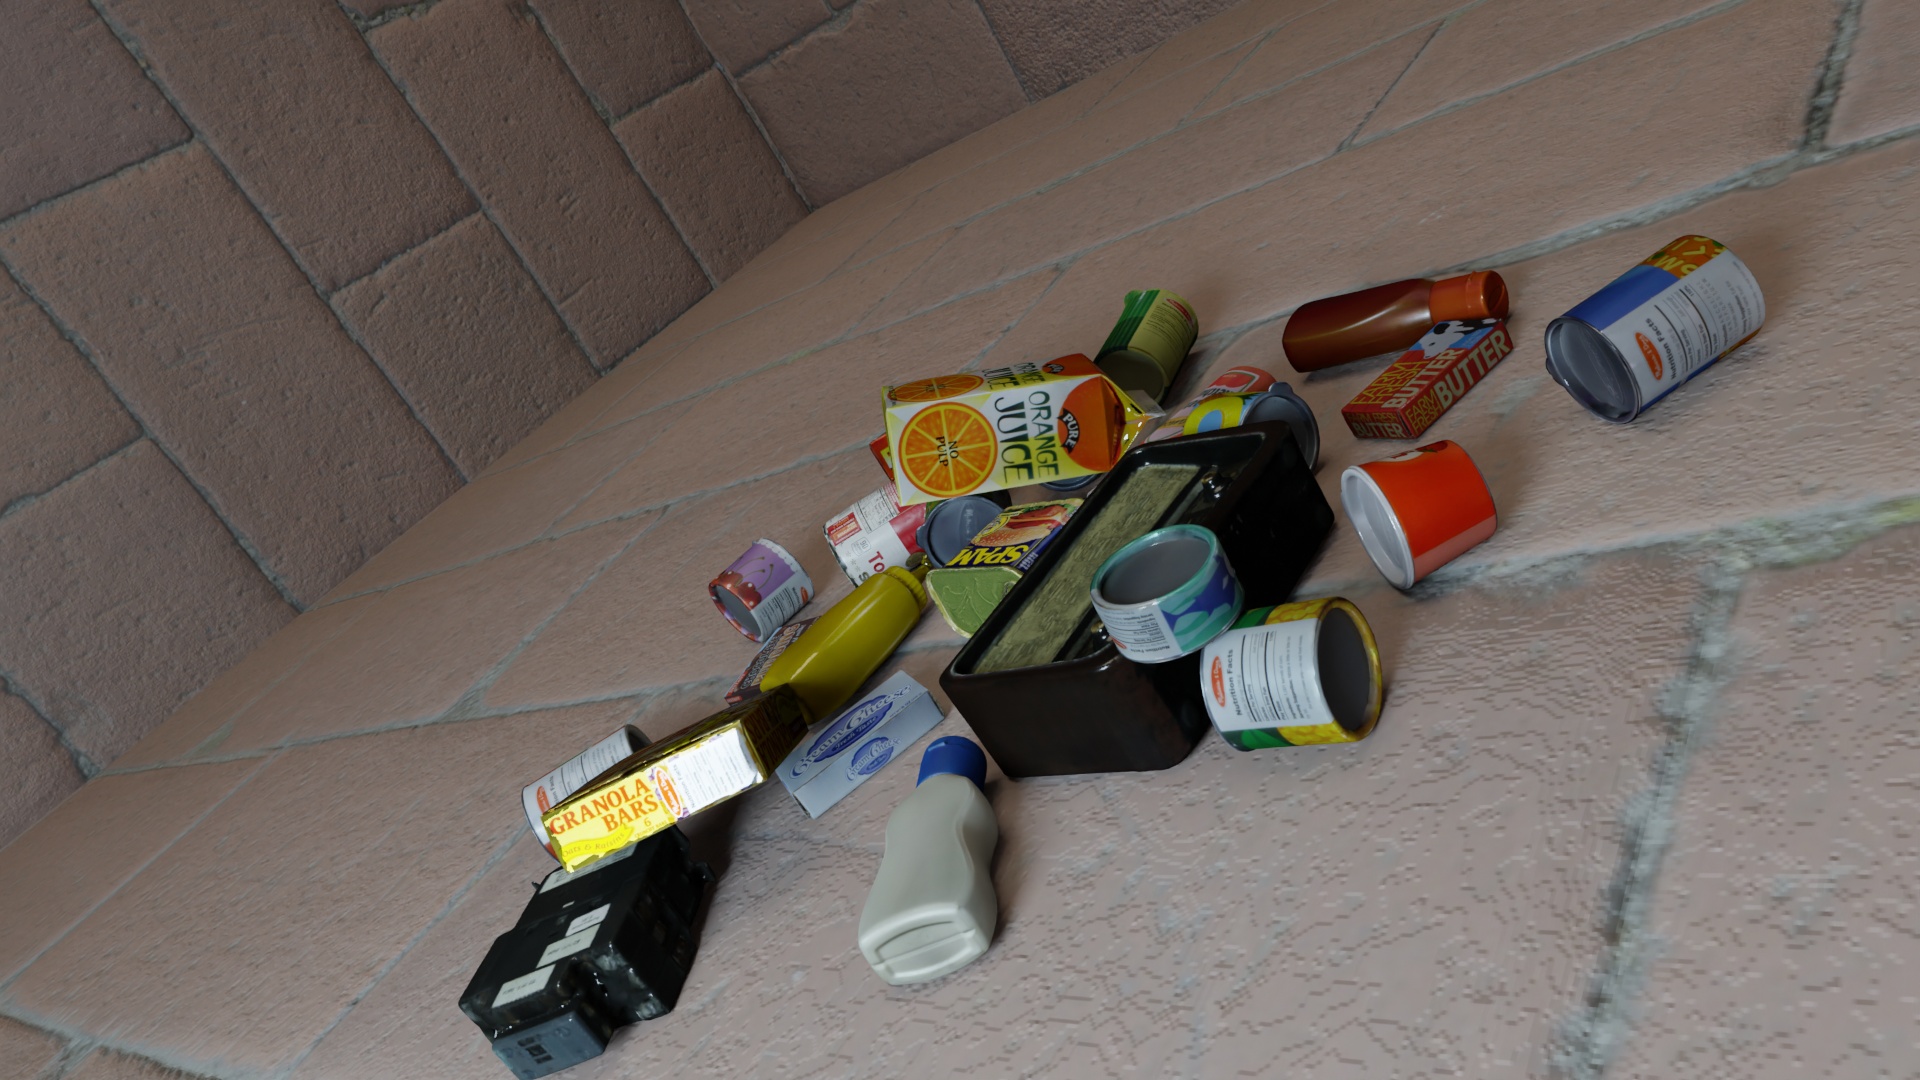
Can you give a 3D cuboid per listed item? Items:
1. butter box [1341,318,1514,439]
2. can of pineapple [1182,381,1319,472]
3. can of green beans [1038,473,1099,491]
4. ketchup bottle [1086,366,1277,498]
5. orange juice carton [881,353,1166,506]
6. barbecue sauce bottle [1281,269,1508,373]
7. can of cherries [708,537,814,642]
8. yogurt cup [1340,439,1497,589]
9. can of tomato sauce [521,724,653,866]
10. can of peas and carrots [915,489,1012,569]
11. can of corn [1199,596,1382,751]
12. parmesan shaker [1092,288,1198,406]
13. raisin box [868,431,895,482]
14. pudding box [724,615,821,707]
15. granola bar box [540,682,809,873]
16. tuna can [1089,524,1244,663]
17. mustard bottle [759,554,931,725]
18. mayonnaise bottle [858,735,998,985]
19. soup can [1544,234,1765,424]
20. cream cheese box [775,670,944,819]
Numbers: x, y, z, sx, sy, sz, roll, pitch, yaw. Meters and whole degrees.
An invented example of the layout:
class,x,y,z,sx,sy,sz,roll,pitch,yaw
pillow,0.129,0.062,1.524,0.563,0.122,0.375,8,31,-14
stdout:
class,x,y,z,sx,sy,sz,roll,pitch,yaw
butter box,0.291,-0.101,0.868,0.104,0.024,0.053,-39,21,-19
can of pineapple,0.182,-0.063,0.874,0.071,0.071,0.058,-40,21,-20
can of green beans,0.077,-0.078,1.063,0.071,0.071,0.058,-29,20,9
ketchup bottle,0.152,-0.061,0.949,0.149,0.043,0.065,-39,19,-16
orange juice carton,0.044,-0.083,0.985,0.193,0.072,0.072,-10,19,-3
barbecue sauce bottle,0.297,-0.152,0.951,0.148,0.043,0.065,-6,33,49
can of cherries,-0.165,0.040,1.137,0.058,0.071,0.071,-44,23,-26
yogurt cup,0.233,-0.016,0.704,0.054,0.072,0.072,-24,20,0
can of tomato sauce,-0.245,0.175,0.952,0.083,0.071,0.071,-32,20,-1
can of peas and carrots,0.004,-0.013,1.017,0.071,0.070,0.059,-28,20,12
can of corn,0.154,0.061,0.638,0.058,0.071,0.071,-13,28,41
parmesan shaker,0.148,-0.155,1.131,0.071,0.071,0.103,-18,25,34
raisin box,-0.020,-0.075,1.154,0.086,0.040,0.123,-31,-11,3
pudding box,-0.129,0.095,1.017,0.049,0.030,0.084,-18,25,37
granola bar box,-0.164,0.136,0.833,0.124,0.039,0.165,-26,0,2
tuna can,0.098,0.022,0.651,0.071,0.032,0.071,-24,25,12
mustard bottle,-0.068,0.062,0.975,0.161,0.048,0.065,-44,18,-29
mayonnaise bottle,-0.010,0.154,0.697,0.064,0.041,0.149,-24,21,17
soup can,0.362,-0.111,0.730,0.084,0.071,0.071,-33,20,-4
cream cheese box,-0.063,0.125,0.861,0.104,0.024,0.053,-37,19,-13
